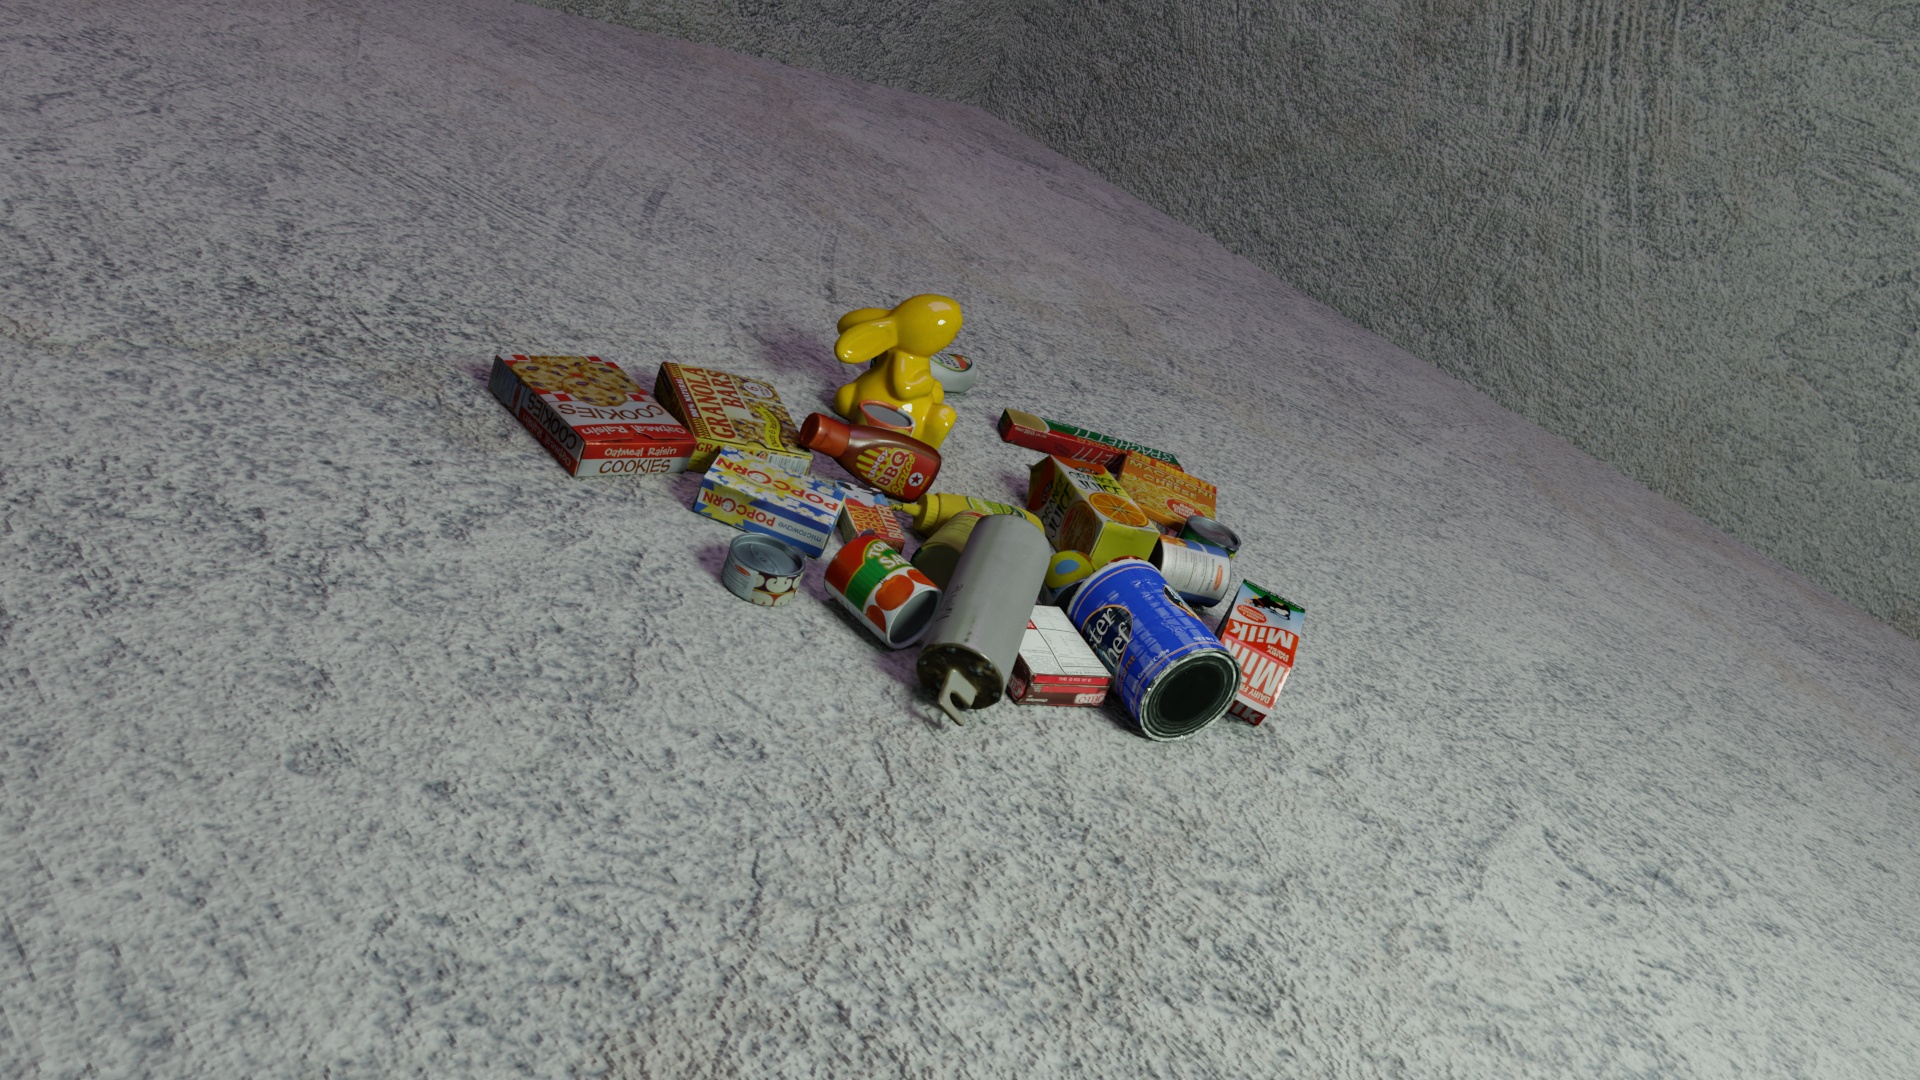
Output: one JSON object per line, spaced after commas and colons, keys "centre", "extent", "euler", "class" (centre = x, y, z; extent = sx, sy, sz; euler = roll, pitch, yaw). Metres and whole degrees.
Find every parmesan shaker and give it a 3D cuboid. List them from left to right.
{"centre": [-0.004, 0.016, 1.303], "extent": [0.071, 0.071, 0.103], "euler": [28, 25, 10], "class": "parmesan shaker"}

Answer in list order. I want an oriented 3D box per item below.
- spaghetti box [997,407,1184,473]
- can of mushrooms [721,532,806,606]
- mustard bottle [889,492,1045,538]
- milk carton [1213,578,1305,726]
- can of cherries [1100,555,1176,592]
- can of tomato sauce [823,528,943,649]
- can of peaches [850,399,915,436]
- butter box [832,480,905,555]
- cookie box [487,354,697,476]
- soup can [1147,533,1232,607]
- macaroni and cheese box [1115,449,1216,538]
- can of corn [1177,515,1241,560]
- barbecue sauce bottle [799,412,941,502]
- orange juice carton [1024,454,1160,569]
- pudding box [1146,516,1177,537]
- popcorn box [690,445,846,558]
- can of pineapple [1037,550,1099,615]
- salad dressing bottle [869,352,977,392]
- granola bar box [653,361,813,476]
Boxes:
{"centre": [0.168, -0.116, 1.764], "extent": [0.250, 0.028, 0.050], "euler": [14, 27, -20], "class": "spaghetti box"}
{"centre": [-0.166, 0.025, 1.181], "extent": [0.071, 0.033, 0.071], "euler": [19, 24, -9], "class": "can of mushrooms"}
{"centre": [0.005, -0.018, 1.396], "extent": [0.160, 0.048, 0.065], "euler": [13, 25, -22], "class": "mustard bottle"}
{"centre": [0.278, 0.113, 1.341], "extent": [0.072, 0.073, 0.191], "euler": [27, 25, 8], "class": "milk carton"}
{"centre": [0.172, 0.055, 1.370], "extent": [0.071, 0.071, 0.058], "euler": [11, 26, -26], "class": "can of cherries"}
{"centre": [-0.065, 0.042, 1.190], "extent": [0.083, 0.071, 0.071], "euler": [39, 28, 30], "class": "can of tomato sauce"}
{"centre": [-0.090, -0.113, 1.495], "extent": [0.071, 0.057, 0.071], "euler": [20, 24, -9], "class": "can of peaches"}
{"centre": [-0.092, -0.020, 1.347], "extent": [0.053, 0.024, 0.104], "euler": [11, 27, -25], "class": "butter box"}
{"centre": [-0.346, -0.120, 1.308], "extent": [0.123, 0.040, 0.168], "euler": [-6, 38, -48], "class": "cookie box"}
{"centre": [0.234, 0.032, 1.481], "extent": [0.084, 0.071, 0.071], "euler": [13, 26, -21], "class": "soup can"}
{"centre": [0.242, -0.044, 1.670], "extent": [0.124, 0.040, 0.167], "euler": [24, 25, 2], "class": "macaroni and cheese box"}
{"centre": [0.273, 0.015, 1.555], "extent": [0.071, 0.058, 0.071], "euler": [19, 24, -9], "class": "can of corn"}
{"centre": [-0.093, -0.088, 1.404], "extent": [0.148, 0.064, 0.044], "euler": [21, 21, -36], "class": "barbecue sauce bottle"}
{"centre": [0.134, -0.032, 1.510], "extent": [0.072, 0.072, 0.193], "euler": [10, 27, -27], "class": "orange juice carton"}
{"centre": [0.209, 0.004, 1.554], "extent": [0.050, 0.030, 0.084], "euler": [28, 25, 9], "class": "pudding box"}
{"centre": [-0.176, -0.037, 1.290], "extent": [0.127, 0.038, 0.085], "euler": [21, 25, -4], "class": "popcorn box"}
{"centre": [0.110, 0.050, 1.328], "extent": [0.071, 0.070, 0.058], "euler": [13, 26, -22], "class": "can of pineapple"}
{"centre": [-0.047, -0.216, 1.760], "extent": [0.148, 0.043, 0.064], "euler": [-1, 35, -42], "class": "salad dressing bottle"}
{"centre": [-0.232, -0.120, 1.408], "extent": [0.124, 0.039, 0.166], "euler": [8, 28, -30], "class": "granola bar box"}
